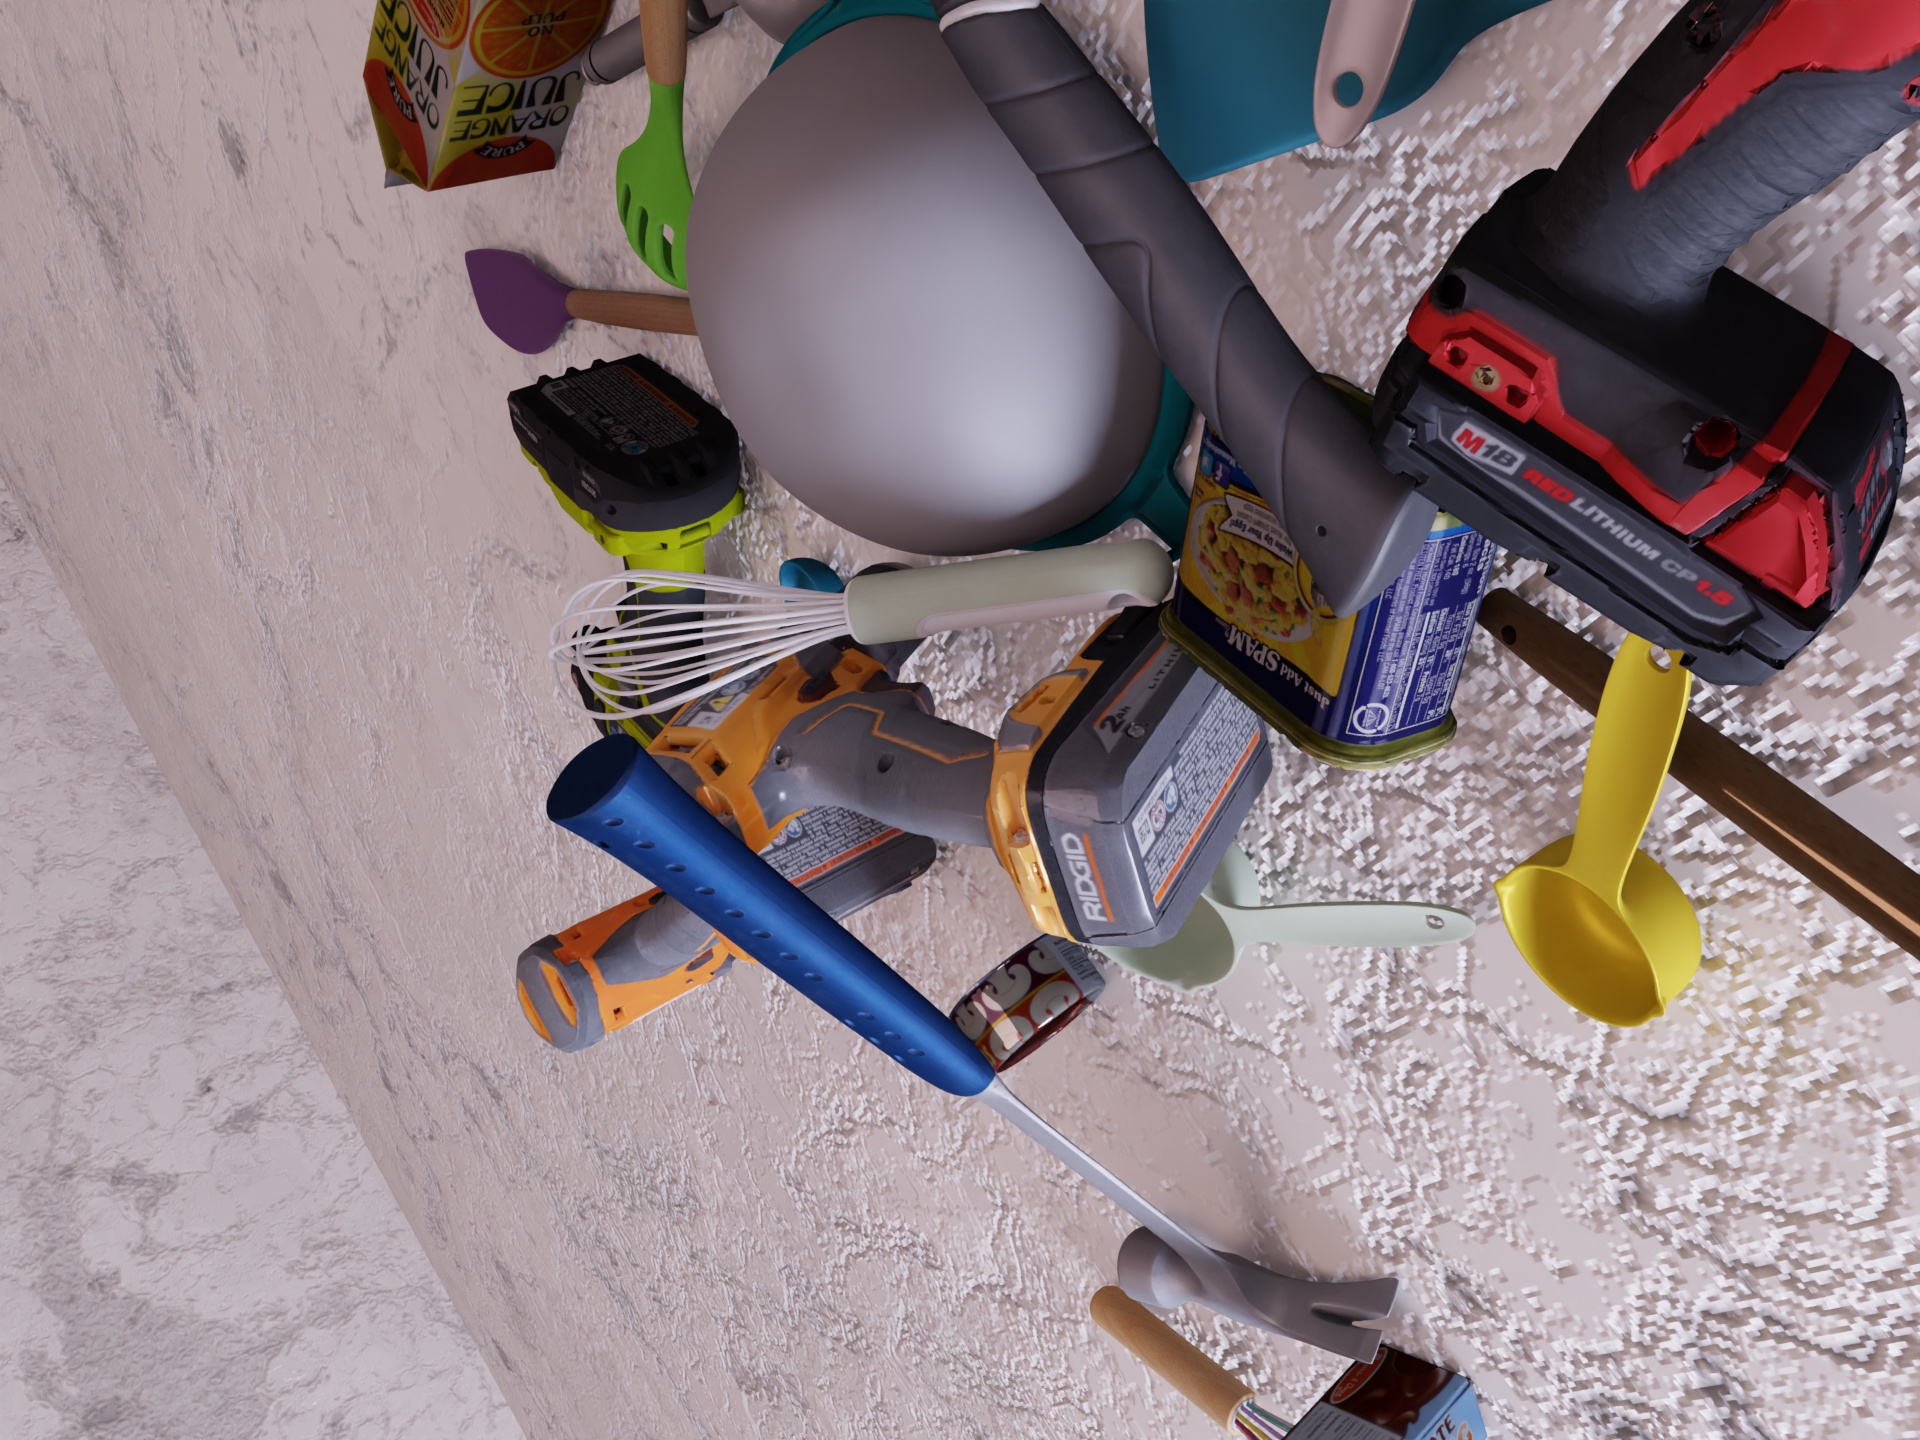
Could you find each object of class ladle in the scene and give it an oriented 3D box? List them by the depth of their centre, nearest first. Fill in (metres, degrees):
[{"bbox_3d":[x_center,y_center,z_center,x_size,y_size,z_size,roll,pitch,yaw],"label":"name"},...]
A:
[{"bbox_3d":[0.258,0.056,0.390,0.320,0.062,0.078,47,145,35],"label":"ladle"}]

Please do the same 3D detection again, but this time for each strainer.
[{"bbox_3d":[-0.044,-0.189,0.527,0.211,0.095,0.340,15,133,42],"label":"strainer"},{"bbox_3d":[-0.102,-0.288,0.641,0.258,0.050,0.086,10,134,54],"label":"strainer"}]

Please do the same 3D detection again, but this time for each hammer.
[{"bbox_3d":[-0.008,-0.200,0.423,0.409,0.036,0.149,55,143,3],"label":"hammer"},{"bbox_3d":[0.014,0.137,0.592,0.144,0.035,0.405,-4,140,49],"label":"hammer"}]

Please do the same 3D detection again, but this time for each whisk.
[{"bbox_3d":[-0.044,-0.038,0.574,0.246,0.057,0.059,-6,75,21],"label":"whisk"},{"bbox_3d":[0.145,0.326,0.714,0.245,0.047,0.051,22,117,50],"label":"whisk"}]

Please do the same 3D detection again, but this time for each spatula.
[{"bbox_3d":[0.172,-0.170,0.342,0.318,0.044,0.082,16,118,47],"label":"spatula"},{"bbox_3d":[-0.185,-0.211,0.820,0.316,0.018,0.059,20,129,47],"label":"spatula"}]

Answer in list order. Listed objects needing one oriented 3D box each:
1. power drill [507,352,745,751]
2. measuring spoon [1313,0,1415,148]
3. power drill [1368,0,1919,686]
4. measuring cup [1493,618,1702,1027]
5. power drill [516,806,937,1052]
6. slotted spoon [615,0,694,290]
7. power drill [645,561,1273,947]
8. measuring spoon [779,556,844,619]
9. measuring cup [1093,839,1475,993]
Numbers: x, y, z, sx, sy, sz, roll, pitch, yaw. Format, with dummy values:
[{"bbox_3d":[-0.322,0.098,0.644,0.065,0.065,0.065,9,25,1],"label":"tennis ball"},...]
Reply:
[{"bbox_3d":[-0.172,-0.070,0.847,0.171,0.080,0.223,40,143,37],"label":"power drill"},{"bbox_3d":[0.108,-0.198,0.375,0.034,0.018,0.124,32,133,24],"label":"measuring spoon"},{"bbox_3d":[0.183,-0.113,0.301,0.143,0.078,0.219,36,145,11],"label":"power drill"},{"bbox_3d":[0.187,0.025,0.439,0.062,0.029,0.156,43,153,39],"label":"measuring cup"},{"bbox_3d":[-0.115,0.089,0.824,0.226,0.164,0.084,-34,83,44],"label":"power drill"},{"bbox_3d":[-0.115,-0.269,0.607,0.070,0.031,0.313,46,157,12],"label":"slotted spoon"},{"bbox_3d":[-0.001,-0.002,0.605,0.226,0.185,0.084,3,127,34],"label":"power drill"},{"bbox_3d":[-0.076,-0.041,0.793,0.042,0.021,0.128,53,154,15],"label":"measuring spoon"},{"bbox_3d":[0.112,0.062,0.584,0.168,0.038,0.083,-5,128,41],"label":"measuring cup"}]
